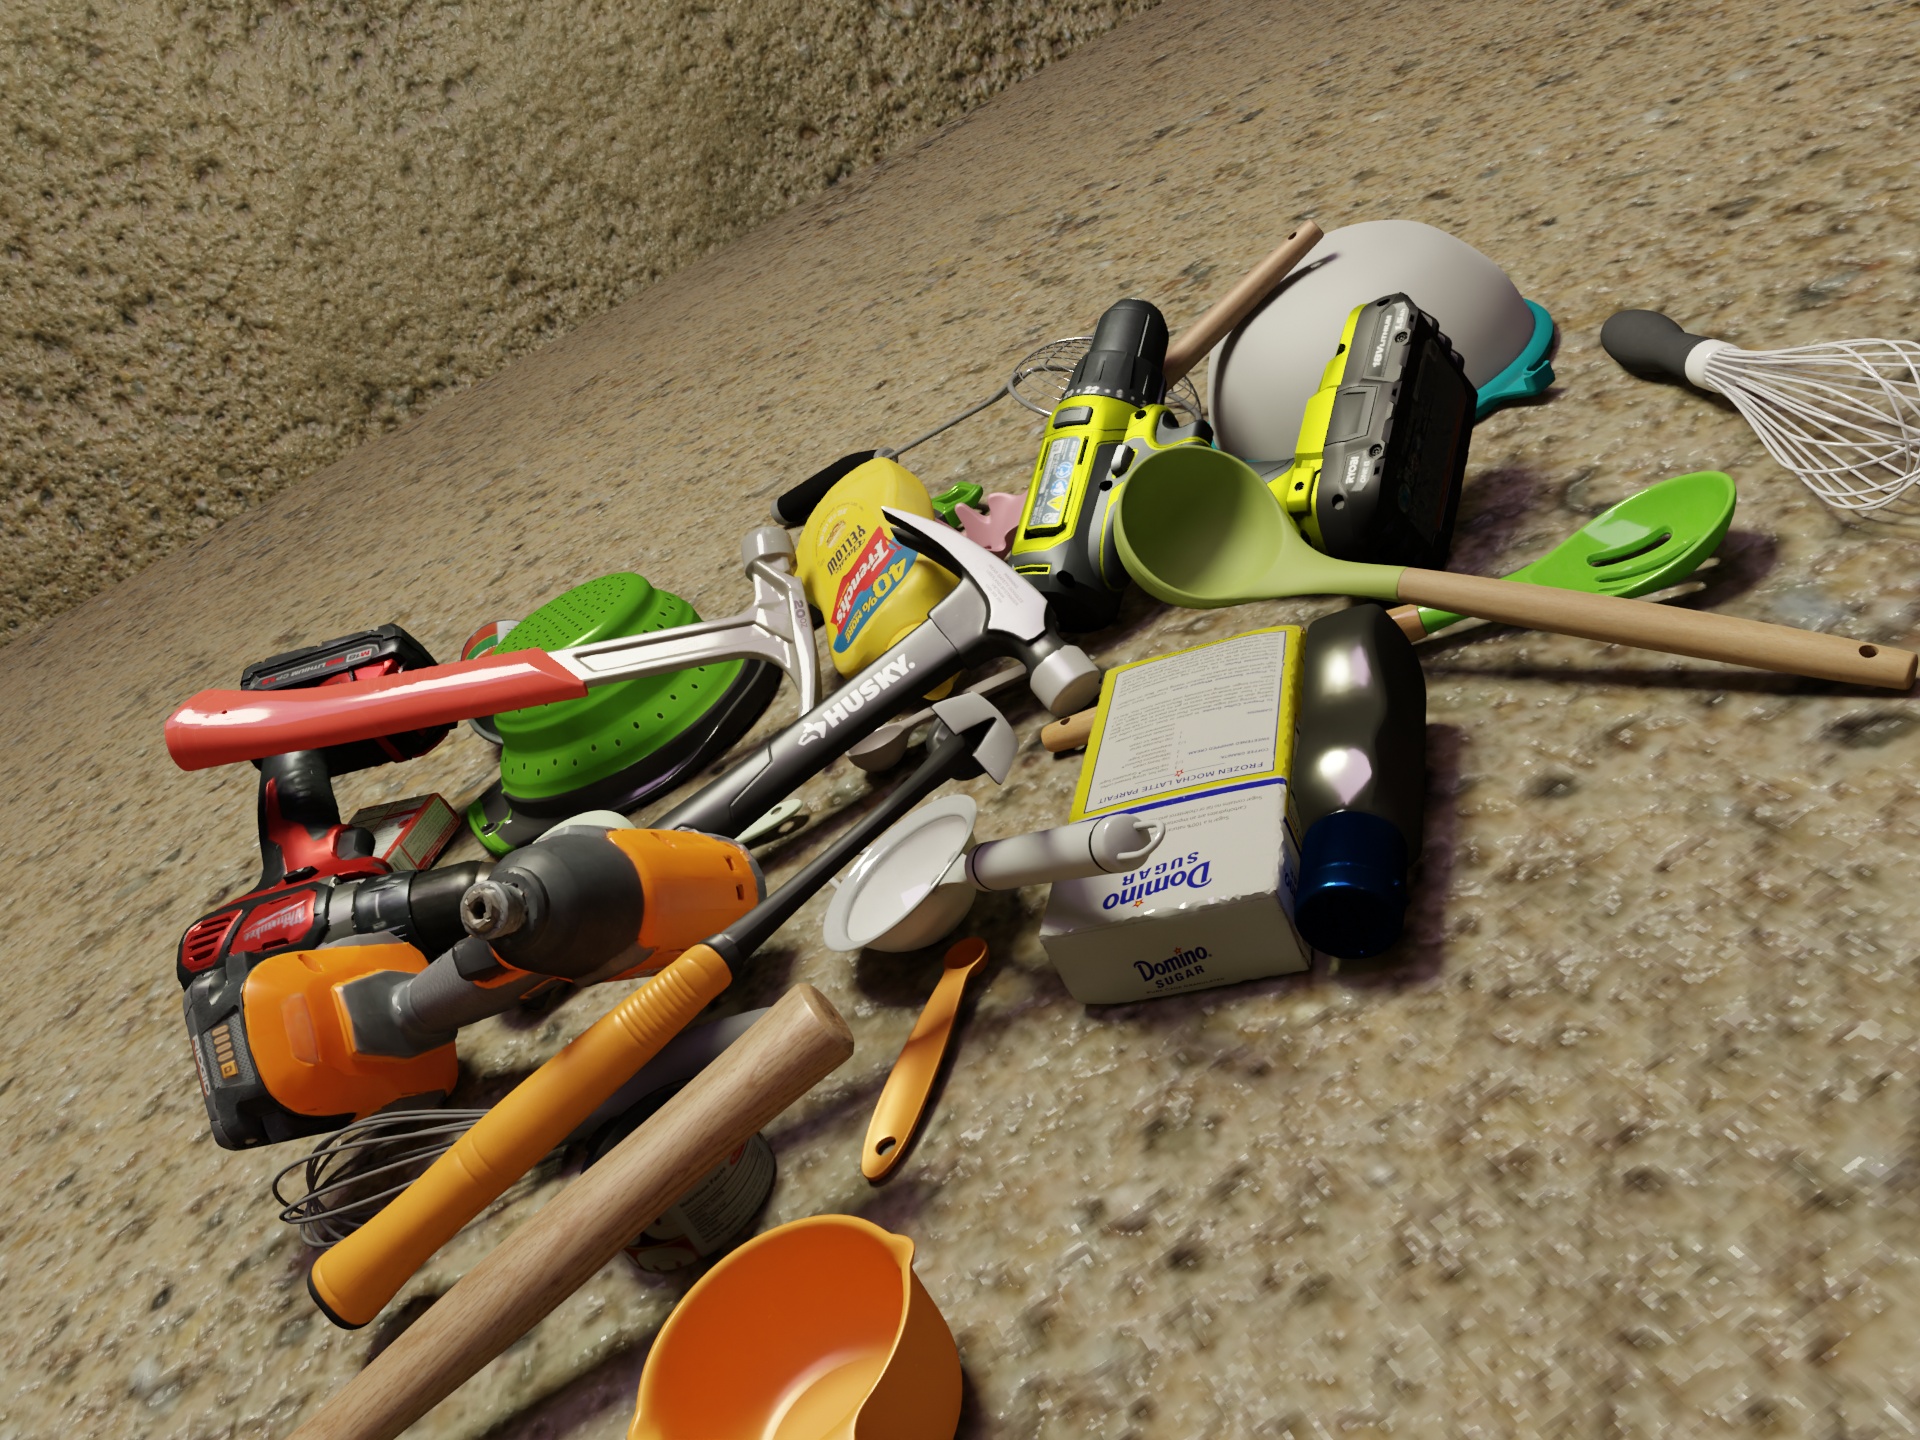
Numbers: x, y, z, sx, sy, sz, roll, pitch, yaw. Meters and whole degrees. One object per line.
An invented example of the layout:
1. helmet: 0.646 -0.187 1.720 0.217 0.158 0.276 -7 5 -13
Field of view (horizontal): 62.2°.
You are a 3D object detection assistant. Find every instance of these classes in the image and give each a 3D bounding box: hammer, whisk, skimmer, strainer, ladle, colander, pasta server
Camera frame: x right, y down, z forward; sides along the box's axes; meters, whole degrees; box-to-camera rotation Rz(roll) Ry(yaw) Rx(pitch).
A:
1. hammer: -0.257 -0.012 0.885 0.359 0.036 0.149 -11 59 -2
2. whisk: 0.356 -0.154 0.714 0.070 0.070 0.285 -25 22 7
3. hammer: -0.112 0.109 0.588 0.337 0.034 0.127 -41 0 2
4. skimmer: 0.000 -0.179 1.118 0.363 0.090 0.127 -19 6 41
5. whisk: -0.173 0.164 0.654 0.239 0.055 0.055 -21 26 5
6. hammer: -0.168 0.208 0.531 0.331 0.031 0.130 -40 31 -3
7. strainer: 0.238 -0.267 0.980 0.211 0.095 0.341 -17 29 22
8. ladle: 0.199 -0.058 0.631 0.320 0.062 0.078 16 61 39
9. strainer: 0.009 0.059 0.608 0.087 0.050 0.258 -52 13 -23
10. hammer: -0.103 0.027 0.791 0.335 0.035 0.146 -37 64 -5
11. colander: -0.159 -0.073 1.011 0.397 0.094 0.205 -36 27 -16
12. pasta server: 0.083 -0.176 0.928 0.316 0.040 0.060 -43 36 18

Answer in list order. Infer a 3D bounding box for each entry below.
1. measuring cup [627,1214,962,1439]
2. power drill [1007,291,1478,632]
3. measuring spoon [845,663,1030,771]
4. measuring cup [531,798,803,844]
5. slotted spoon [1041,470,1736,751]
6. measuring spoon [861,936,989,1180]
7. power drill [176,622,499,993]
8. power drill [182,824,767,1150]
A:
1. measuring cup: -0.027 0.208 0.425 0.095 0.052 0.174 -33 28 -10
2. power drill: 0.135 -0.143 0.811 0.228 0.080 0.191 0 67 42
3. measuring spoon: -0.001 -0.003 0.829 0.124 0.018 0.034 -26 17 -11
4. measuring cup: -0.162 0.063 0.830 0.167 0.038 0.083 -23 26 15
5. slotted spoon: 0.178 -0.037 0.701 0.314 0.031 0.070 -19 27 22
6. measuring spoon: -0.012 0.128 0.606 0.021 0.011 0.117 -11 34 31
7. power drill: -0.341 0.054 0.917 0.188 0.080 0.227 -15 50 6
8. power drill: -0.213 0.107 0.669 0.226 0.084 0.164 -25 -14 18
